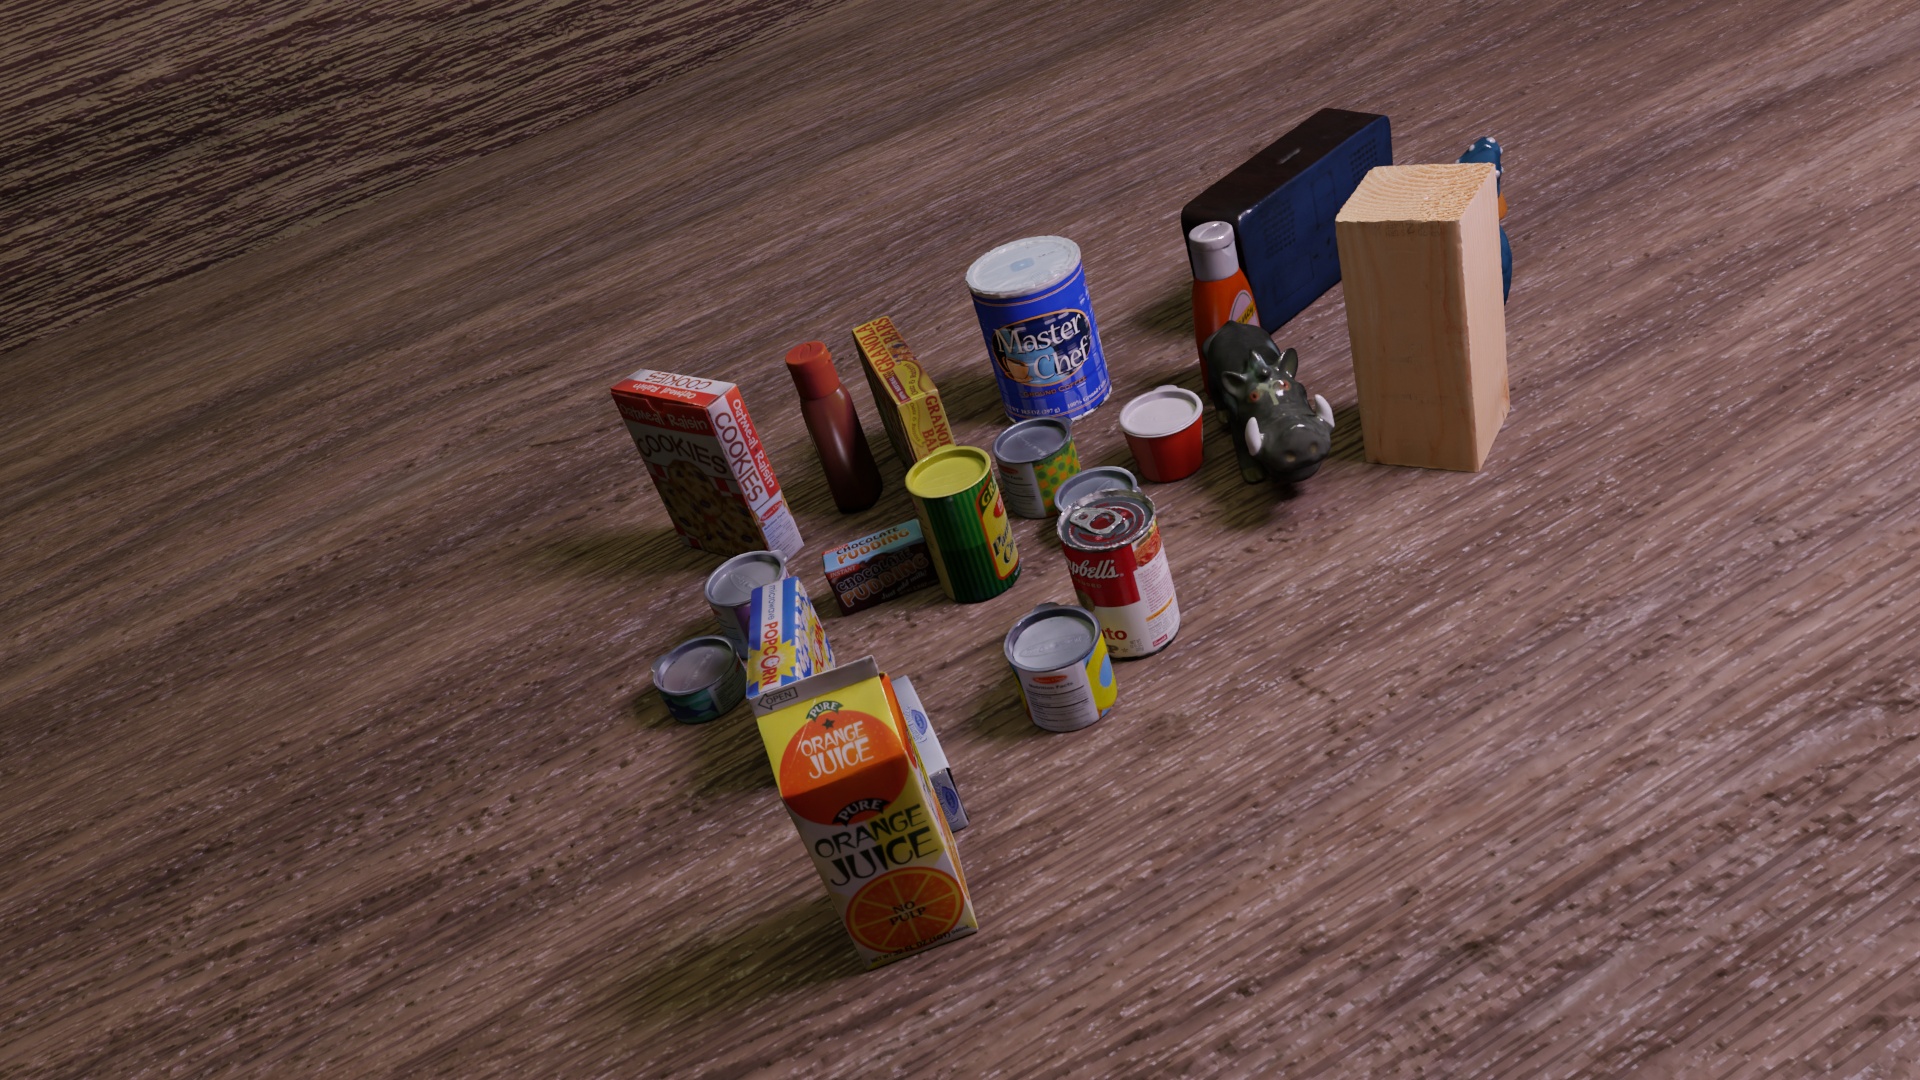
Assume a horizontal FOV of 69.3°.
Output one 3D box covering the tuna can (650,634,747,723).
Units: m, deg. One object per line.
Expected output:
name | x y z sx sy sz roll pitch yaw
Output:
tuna can | -0.199 0.105 1.055 0.071 0.032 0.071 -13 34 9

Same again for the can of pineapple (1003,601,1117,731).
can of pineapple | 0.069 0.085 0.936 0.071 0.057 0.071 -13 34 9

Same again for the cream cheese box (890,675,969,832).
cream cheese box | -0.025 0.139 0.907 0.024 0.053 0.104 -23 34 -6

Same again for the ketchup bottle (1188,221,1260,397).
ketchup bottle | 0.223 -0.196 1.178 0.043 0.148 0.065 18 49 42

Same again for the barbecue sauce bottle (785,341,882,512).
barbecue sauce bottle | -0.109 -0.100 1.199 0.043 0.147 0.065 -11 34 11

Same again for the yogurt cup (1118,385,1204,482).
yogurt cup | 0.167 -0.084 1.131 0.072 0.053 0.073 -13 34 9

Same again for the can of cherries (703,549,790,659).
can of cherries | -0.158 0.050 1.091 0.071 0.058 0.072 -13 34 9

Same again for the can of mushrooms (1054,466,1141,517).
can of mushrooms | 0.112 -0.026 1.093 0.071 0.033 0.071 -13 34 9

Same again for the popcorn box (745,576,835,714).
popcorn box | -0.118 0.096 0.983 0.038 0.084 0.127 -16 34 4

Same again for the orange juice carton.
orange juice carton | -0.054 0.147 0.786 0.072 0.191 0.073 -20 34 -1

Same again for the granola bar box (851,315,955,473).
granola bar box | -0.042 -0.105 1.197 0.039 0.123 0.166 -22 34 -5

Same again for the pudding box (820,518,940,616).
pudding box | -0.063 0.021 1.095 0.084 0.049 0.030 -19 34 -1

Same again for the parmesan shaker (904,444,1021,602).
parmesan shaker | 0.004 -0.013 1.064 0.071 0.102 0.072 -13 34 9

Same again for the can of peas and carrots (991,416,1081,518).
can of peas and carrots | 0.067 -0.061 1.142 0.071 0.058 0.071 -13 34 9

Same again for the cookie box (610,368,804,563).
cookie box | -0.214 -0.060 1.176 0.123 0.166 0.040 12 45 38
